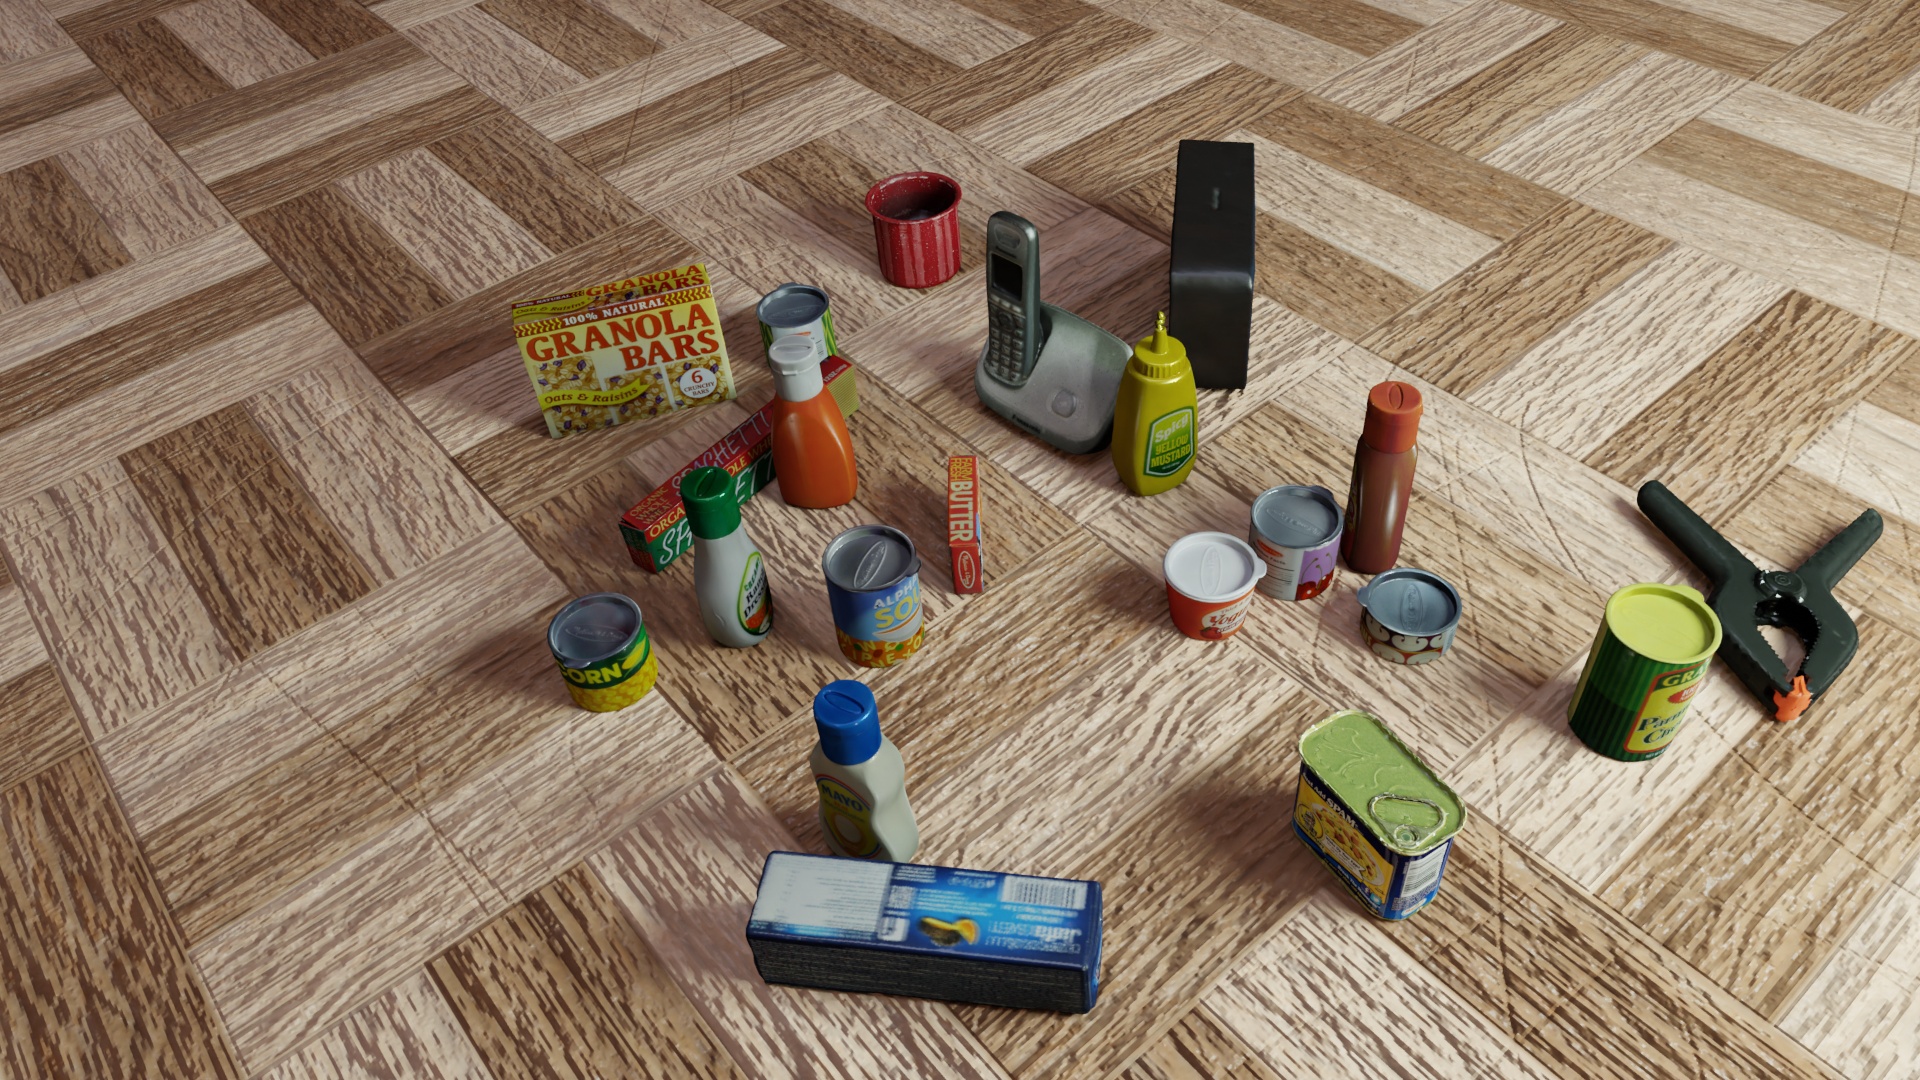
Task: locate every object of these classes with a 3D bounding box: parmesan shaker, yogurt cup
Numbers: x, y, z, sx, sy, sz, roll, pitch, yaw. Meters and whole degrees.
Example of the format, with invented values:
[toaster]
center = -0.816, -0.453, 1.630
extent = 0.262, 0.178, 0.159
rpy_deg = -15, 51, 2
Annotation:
[parmesan shaker]
center = 0.436, 0.084, 0.887
extent = 0.071, 0.102, 0.072
rpy_deg = -3, 44, 3
[yogurt cup]
center = 0.179, 0.035, 0.999
extent = 0.072, 0.053, 0.073
rpy_deg = -3, 44, 3

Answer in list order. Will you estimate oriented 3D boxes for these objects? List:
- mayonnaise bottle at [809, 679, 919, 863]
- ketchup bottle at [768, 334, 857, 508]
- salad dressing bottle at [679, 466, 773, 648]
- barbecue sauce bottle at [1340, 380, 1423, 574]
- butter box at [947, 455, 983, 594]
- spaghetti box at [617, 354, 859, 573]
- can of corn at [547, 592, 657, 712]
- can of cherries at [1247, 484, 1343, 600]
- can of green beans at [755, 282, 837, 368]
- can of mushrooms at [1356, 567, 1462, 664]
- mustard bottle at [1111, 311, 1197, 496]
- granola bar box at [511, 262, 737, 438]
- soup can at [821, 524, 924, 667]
[mayonnaise bottle]
center = -0.062, 0.145, 0.845
extent = 0.065, 0.147, 0.041
rpy_deg = 21, 51, 25
[ketchup bottle]
center = -0.121, -0.091, 1.092
extent = 0.065, 0.148, 0.044
rpy_deg = 0, 45, 6
[salad dressing bottle]
center = -0.168, 0.013, 0.991
extent = 0.044, 0.146, 0.064
rpy_deg = 9, 46, 14
[barbecue sauce bottle]
center = 0.304, -0.047, 1.002
extent = 0.044, 0.147, 0.065
rpy_deg = 5, 45, 12
[butter box]
center = 0.004, -0.013, 1.067
extent = 0.024, 0.052, 0.104
rpy_deg = -3, 44, 3
[spaghetti box]
center = -0.176, -0.066, 1.142
extent = 0.029, 0.050, 0.251
rpy_deg = 26, 52, 28
[can of corn]
center = -0.256, 0.082, 0.993
extent = 0.071, 0.058, 0.071
rpy_deg = -3, 44, 3
[can of cherries]
center = 0.247, 0.001, 1.024
extent = 0.071, 0.058, 0.072
rpy_deg = -3, 44, 3
[can of green beans]
center = -0.148, -0.190, 1.260
extent = 0.071, 0.057, 0.071
rpy_deg = -3, 44, 3
[can of mushrooms]
center = 0.315, 0.053, 0.981
extent = 0.071, 0.033, 0.071
rpy_deg = -3, 44, 3
[mustard bottle]
center = 0.151, -0.107, 1.072
extent = 0.065, 0.159, 0.049
rpy_deg = -23, 47, -17
[granola bar box]
center = -0.288, -0.164, 1.200
extent = 0.166, 0.123, 0.039
rpy_deg = -14, 45, -8
[soup can]
center = -0.059, 0.041, 0.996
extent = 0.071, 0.083, 0.072
rpy_deg = -3, 44, 3
